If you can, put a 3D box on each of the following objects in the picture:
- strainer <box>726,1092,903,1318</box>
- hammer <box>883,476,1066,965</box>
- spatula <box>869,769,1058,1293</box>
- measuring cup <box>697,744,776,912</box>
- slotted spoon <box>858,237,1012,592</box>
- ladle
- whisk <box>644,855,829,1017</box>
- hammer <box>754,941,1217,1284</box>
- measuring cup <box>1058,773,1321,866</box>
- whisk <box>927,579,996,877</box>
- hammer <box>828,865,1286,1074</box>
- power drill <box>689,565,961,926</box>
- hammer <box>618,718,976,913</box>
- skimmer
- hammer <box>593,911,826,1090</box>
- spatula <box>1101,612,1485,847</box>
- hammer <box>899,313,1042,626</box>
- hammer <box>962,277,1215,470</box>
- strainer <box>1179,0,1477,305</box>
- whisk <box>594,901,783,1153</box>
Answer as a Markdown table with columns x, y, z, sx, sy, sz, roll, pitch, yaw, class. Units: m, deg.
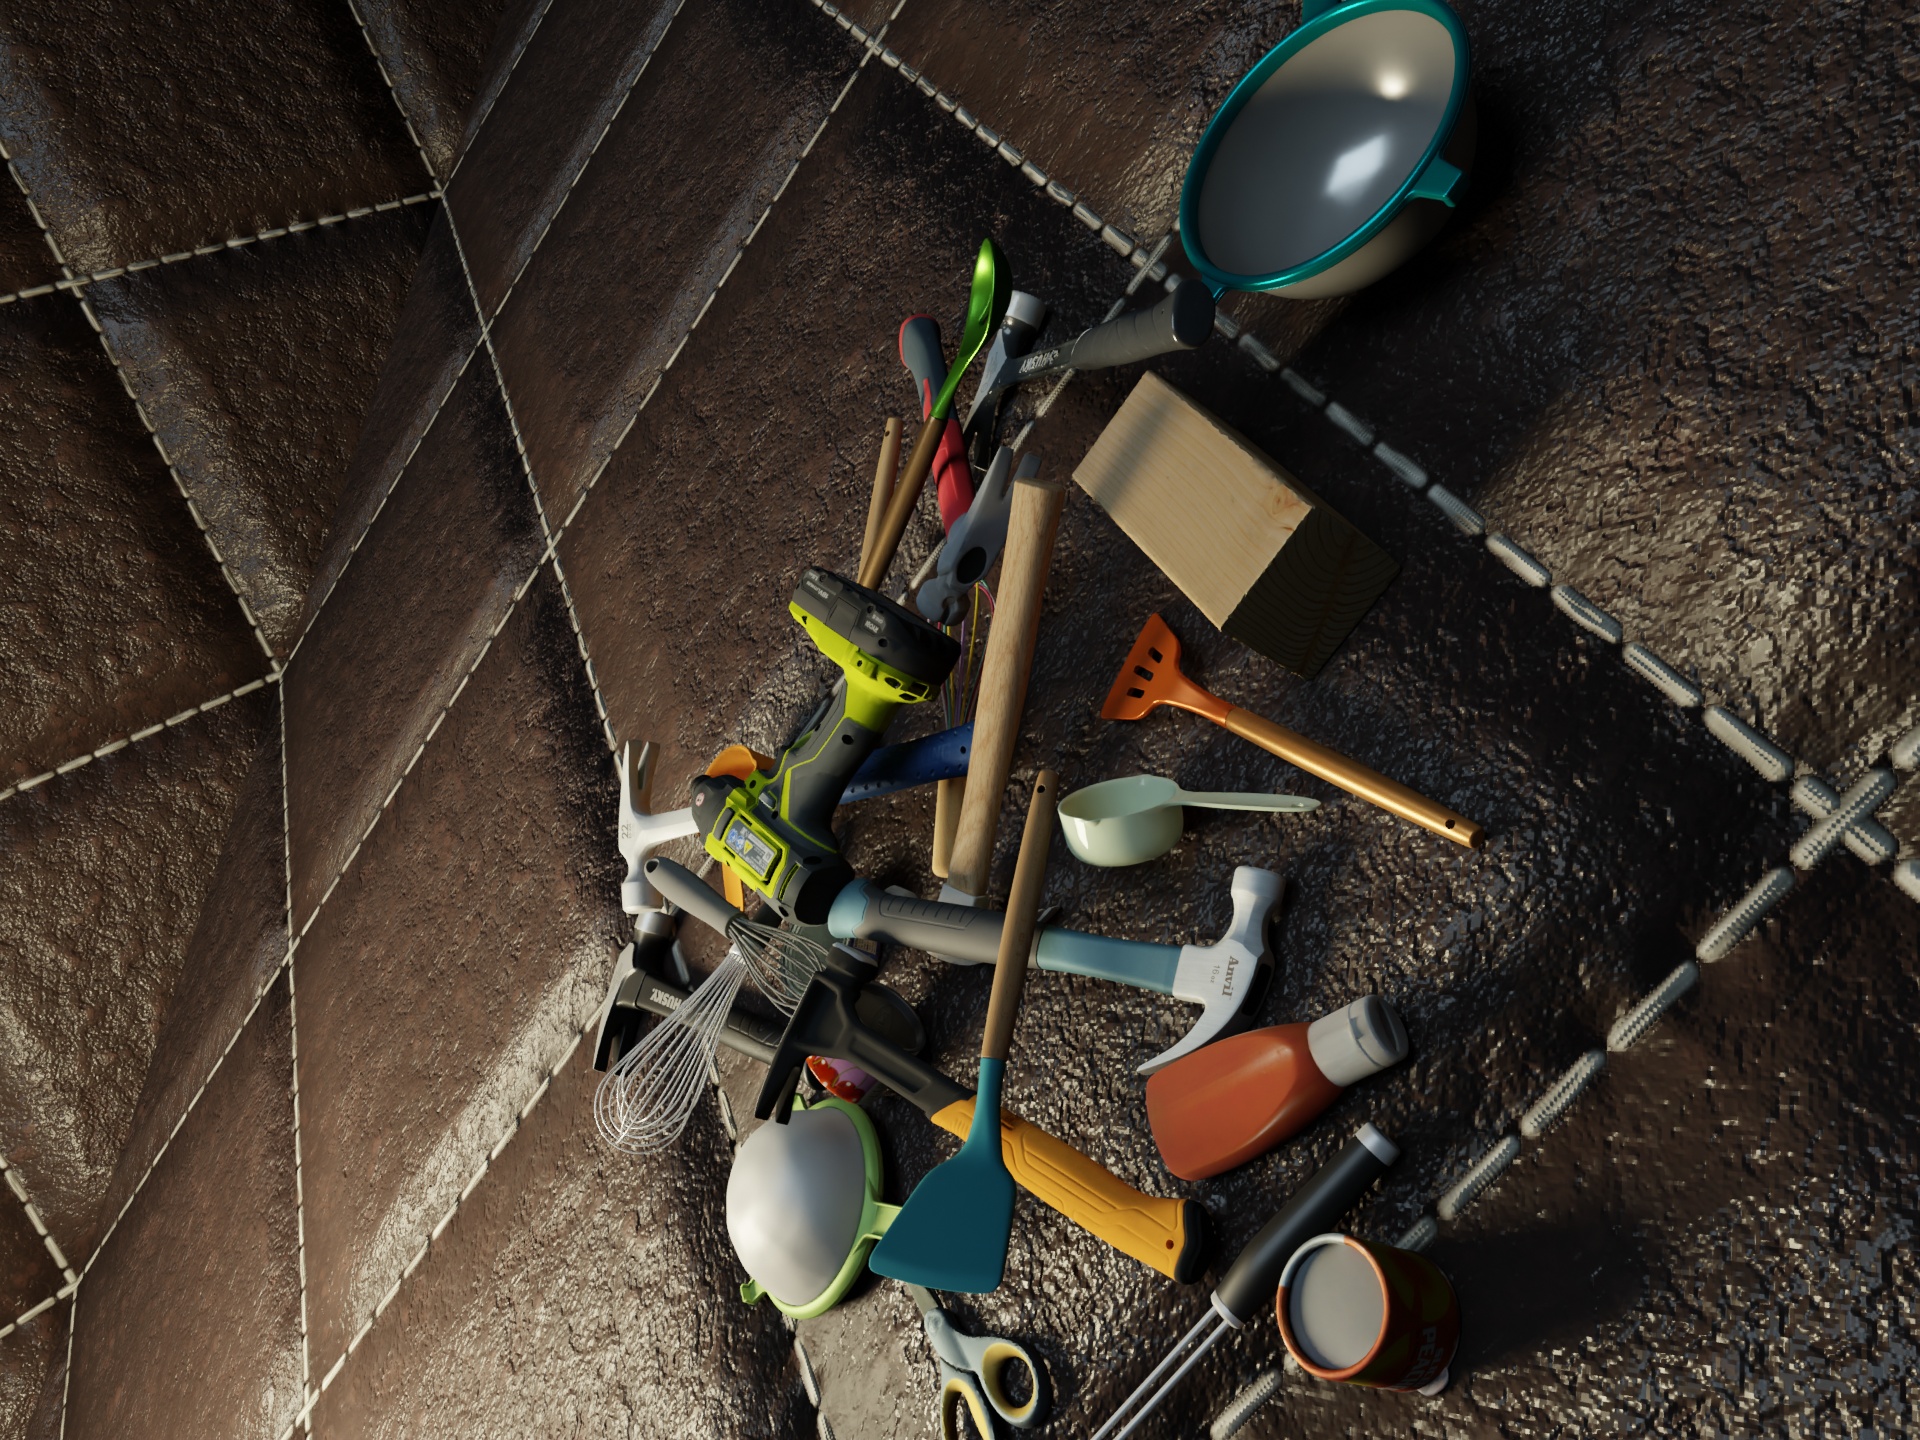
| x | y | z | sx | sy | sz | roll | pitch | yaw | class |
| --- | --- | --- | --- | --- | --- | --- | --- | --- | --- |
| -0.092 | 0.326 | 1.064 | 0.256 | 0.069 | 0.151 | -14 | 59 | 55 | strainer |
| 0.025 | 0.006 | 1.056 | 0.130 | 0.031 | 0.331 | 19 | 105 | 34 | hammer |
| 0.022 | 0.174 | 0.944 | 0.082 | 0.044 | 0.318 | 0 | 66 | 29 | spatula |
| -0.175 | 0.102 | 1.333 | 0.095 | 0.052 | 0.174 | -40 | 45 | 31 | measuring cup |
| -0.026 | -0.203 | 1.182 | 0.070 | 0.031 | 0.313 | -109 | 39 | -58 | slotted spoon |
| -0.088 | -0.091 | 1.285 | 0.078 | 0.062 | 0.320 | 7 | 86 | 47 | ladle |
| -0.171 | 0.158 | 1.203 | 0.239 | 0.055 | 0.055 | 27 | 92 | 42 | whisk |
| 0.009 | 0.252 | 0.965 | 0.337 | 0.034 | 0.127 | 21 | 82 | 41 | hammer |
| 0.139 | 0.064 | 0.965 | 0.168 | 0.083 | 0.038 | -1 | 108 | 32 | measuring cup |
| -0.002 | -0.003 | 1.185 | 0.047 | 0.051 | 0.245 | -9 | 68 | 35 | whisk |
| 0.044 | 0.139 | 1.001 | 0.331 | 0.033 | 0.128 | 4 | 75 | 40 | hammer |
| -0.108 | 0.012 | 1.139 | 0.171 | 0.080 | 0.223 | 34 | 99 | 42 | power drill |
| -0.131 | 0.052 | 1.228 | 0.405 | 0.035 | 0.144 | -15 | 75 | 38 | hammer |
| 0.114 | 0.359 | 0.839 | 0.363 | 0.090 | 0.127 | -49 | 43 | 5 | skimmer |
| -0.202 | 0.249 | 1.295 | 0.335 | 0.035 | 0.146 | 6 | 74 | 52 | hammer |
| 0.187 | 0.009 | 0.957 | 0.323 | 0.041 | 0.081 | 32 | 96 | 50 | spatula |
| -0.007 | -0.240 | 1.252 | 0.387 | 0.038 | 0.143 | -100 | 32 | -51 | hammer |
| 0.081 | -0.259 | 1.135 | 0.149 | 0.036 | 0.409 | -69 | 17 | 1 | hammer |
| 0.258 | -0.406 | 1.048 | 0.211 | 0.095 | 0.341 | -18 | 54 | 42 | strainer |
| -0.184 | 0.204 | 1.227 | 0.070 | 0.070 | 0.285 | -1 | 49 | 51 | whisk |
